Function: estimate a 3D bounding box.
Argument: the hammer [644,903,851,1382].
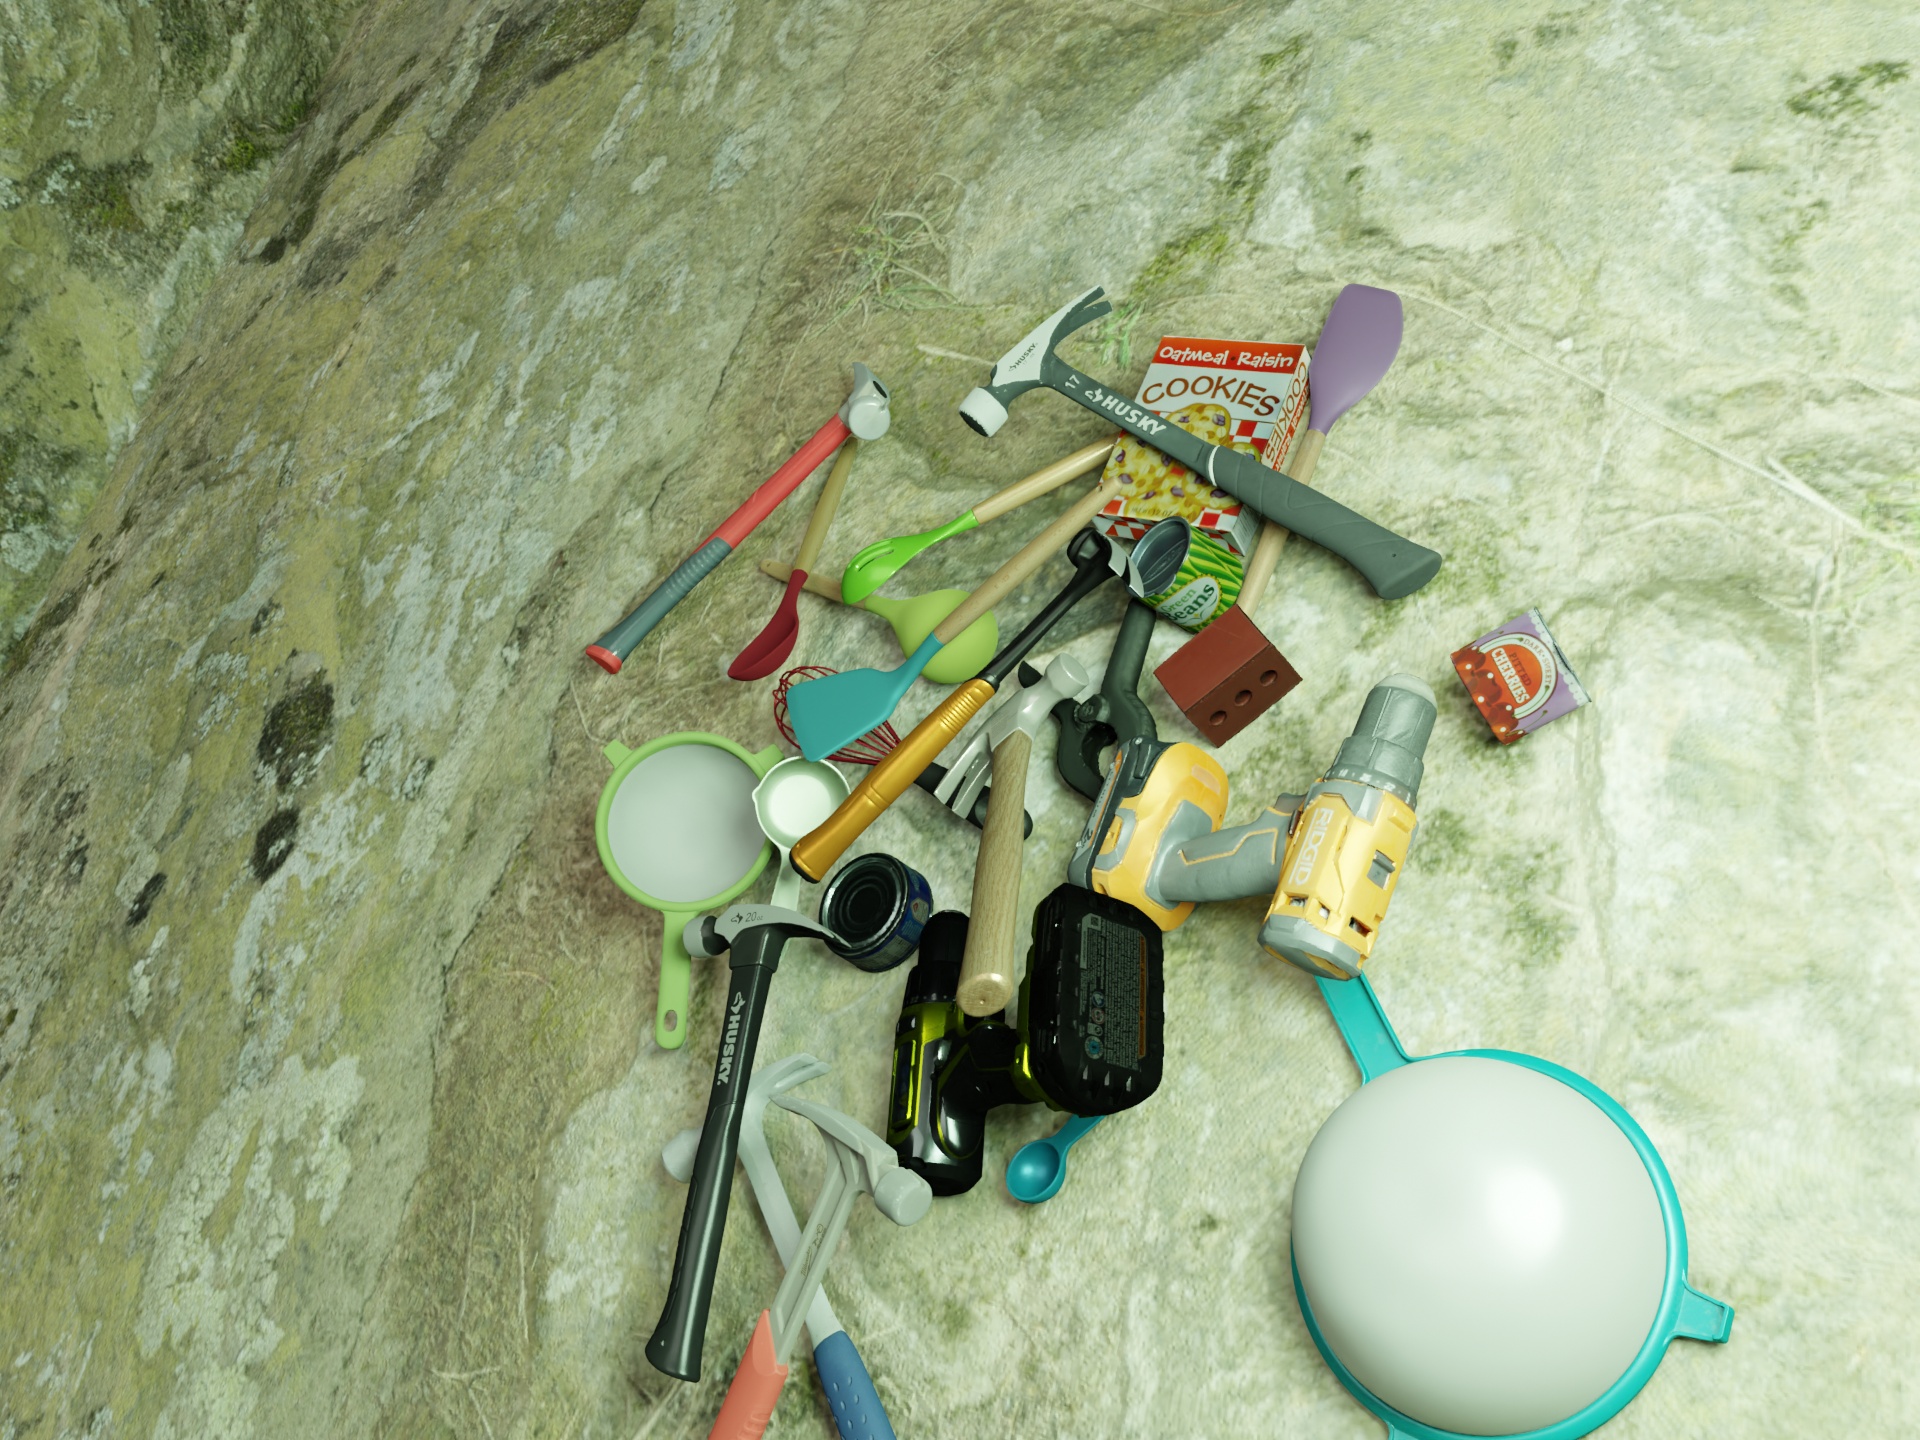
[{"bbox_3d":[-0.165,0.288,1.125,0.146,0.035,0.335,-12,56,33],"label":"hammer"}]

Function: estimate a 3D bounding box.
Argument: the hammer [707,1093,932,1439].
[{"bbox_3d":[-0.138,0.427,1.018,0.149,0.036,0.359,20,85,47],"label":"hammer"}]

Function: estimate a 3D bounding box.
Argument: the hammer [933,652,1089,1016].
[{"bbox_3d":[0.025,0.076,1.036,0.130,0.031,0.332,-42,18,25],"label":"hammer"}]

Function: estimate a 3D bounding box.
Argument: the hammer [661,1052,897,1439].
[{"bbox_3d":[-0.086,0.395,1.044,0.144,0.035,0.406,-42,45,8],"label":"hammer"}]

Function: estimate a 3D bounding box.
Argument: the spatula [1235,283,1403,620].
[{"bbox_3d":[0.254,-0.187,1.167,0.060,0.018,0.316,20,76,20],"label":"spatula"}]

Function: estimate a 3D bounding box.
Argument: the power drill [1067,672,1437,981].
[{"bbox_3d":[0.185,0.056,0.987,0.226,0.084,0.185,2,63,55],"label":"power drill"}]

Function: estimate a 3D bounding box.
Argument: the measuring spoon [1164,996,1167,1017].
[{"bbox_3d":[0.088,0.213,1.045,0.124,0.018,0.034,-38,46,22],"label":"measuring spoon"}]

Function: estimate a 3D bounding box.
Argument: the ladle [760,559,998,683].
[{"bbox_3d":[-0.082,-0.100,1.369,0.320,0.062,0.078,23,80,51],"label":"ladle"}]

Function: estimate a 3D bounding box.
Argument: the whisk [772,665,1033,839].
[{"bbox_3d":[-0.053,0.026,1.246,0.296,0.073,0.073,28,82,39],"label":"whisk"}]

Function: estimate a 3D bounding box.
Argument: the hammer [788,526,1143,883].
[{"bbox_3d":[-0.002,-0.004,1.156,0.337,0.034,0.127,-46,17,8],"label":"hammer"}]

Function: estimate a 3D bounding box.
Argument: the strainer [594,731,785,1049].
[{"bbox_3d":[-0.222,0.140,1.302,0.151,0.069,0.256,1,76,4],"label":"strainer"}]

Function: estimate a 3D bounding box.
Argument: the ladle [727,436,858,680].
[{"bbox_3d":[-0.136,-0.147,1.405,0.069,0.031,0.316,-19,39,36],"label":"ladle"}]

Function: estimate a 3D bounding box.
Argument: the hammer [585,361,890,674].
[{"bbox_3d":[-0.214,-0.187,1.512,0.386,0.038,0.143,-41,25,15],"label":"hammer"}]

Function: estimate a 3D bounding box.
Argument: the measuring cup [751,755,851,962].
[{"bbox_3d":[-0.134,0.111,1.262,0.038,0.083,0.167,175,106,-80],"label":"measuring cup"}]

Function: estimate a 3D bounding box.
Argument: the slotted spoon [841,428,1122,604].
[{"bbox_3d":[0.035,-0.179,1.298,0.314,0.031,0.070,-26,27,8],"label":"slotted spoon"}]

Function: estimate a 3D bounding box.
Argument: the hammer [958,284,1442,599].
[{"bbox_3d":[0.177,-0.198,1.163,0.149,0.036,0.409,-49,54,-5],"label":"hammer"}]

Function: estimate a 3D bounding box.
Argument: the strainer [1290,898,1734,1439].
[{"bbox_3d":[0.237,0.215,0.865,0.211,0.095,0.341,-34,48,16],"label":"strainer"}]

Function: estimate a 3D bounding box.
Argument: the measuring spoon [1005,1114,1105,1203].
[{"bbox_3d":[0.083,0.261,1.017,0.128,0.021,0.042,-43,32,-5],"label":"measuring spoon"}]

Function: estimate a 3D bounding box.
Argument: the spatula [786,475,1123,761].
[{"bbox_3d":[-0.004,-0.082,1.208,0.317,0.044,0.082,-40,46,20],"label":"spatula"}]

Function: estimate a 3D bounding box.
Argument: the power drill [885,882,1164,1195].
[{"bbox_3d":[0.030,0.189,1.019,0.228,0.080,0.191,-36,41,49],"label":"power drill"}]
